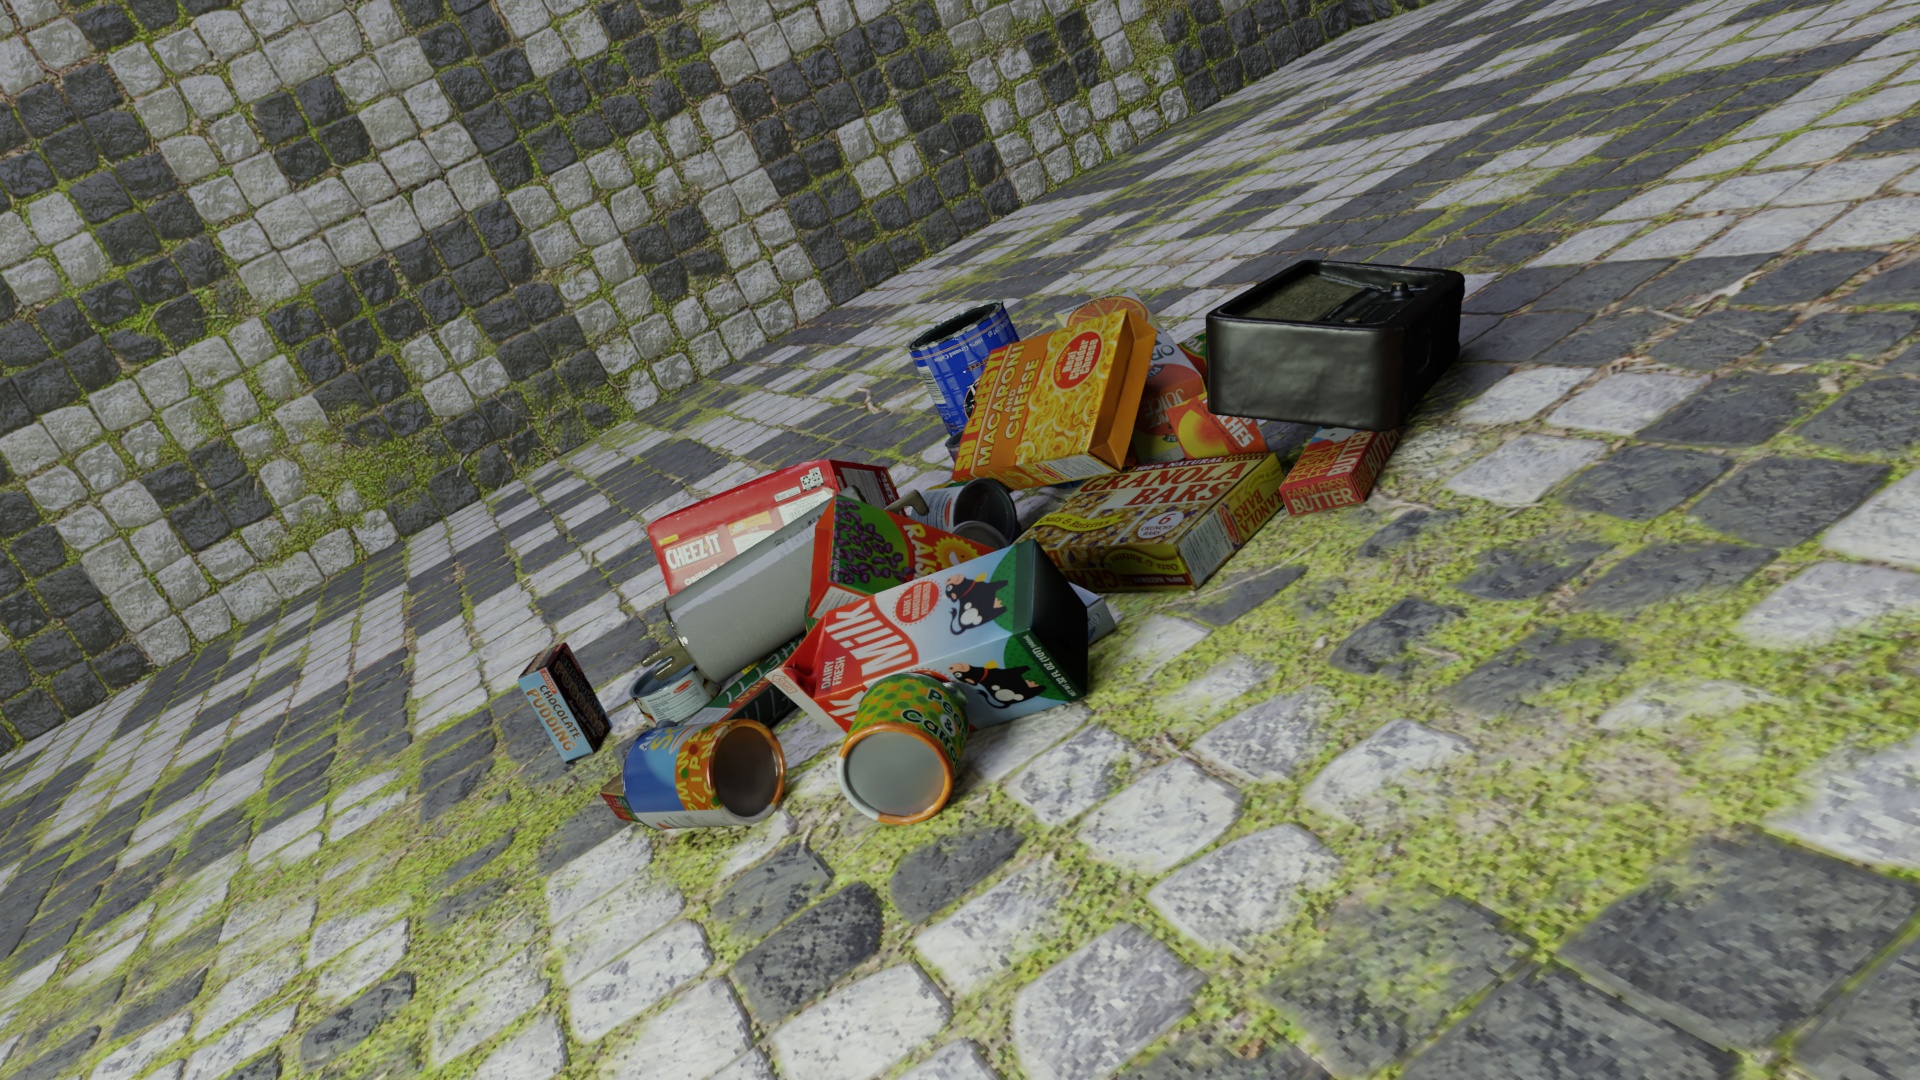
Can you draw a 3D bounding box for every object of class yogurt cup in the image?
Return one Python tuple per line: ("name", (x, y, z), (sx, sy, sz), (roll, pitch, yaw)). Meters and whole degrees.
("yogurt cup", (-0.001, 0.023, 1.016), (0.073, 0.072, 0.054), (-39, 13, -36))

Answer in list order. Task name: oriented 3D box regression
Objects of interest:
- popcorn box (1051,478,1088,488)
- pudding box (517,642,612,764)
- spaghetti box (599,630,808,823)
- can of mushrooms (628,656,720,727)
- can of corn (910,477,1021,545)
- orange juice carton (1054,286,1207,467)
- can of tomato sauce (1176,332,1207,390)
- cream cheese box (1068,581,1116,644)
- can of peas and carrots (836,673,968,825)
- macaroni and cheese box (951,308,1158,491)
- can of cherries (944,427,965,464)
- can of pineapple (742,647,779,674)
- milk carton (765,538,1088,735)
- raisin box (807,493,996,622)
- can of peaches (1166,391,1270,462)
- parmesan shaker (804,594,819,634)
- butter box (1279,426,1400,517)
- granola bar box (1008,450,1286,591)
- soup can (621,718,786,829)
("popcorn box", (0.120, -0.095, 1.223), (0.127, 0.038, 0.085), (-32, 20, -19))
("pudding box", (-0.319, 0.131, 1.123), (0.030, 0.083, 0.050), (-20, 17, 11))
("spaghetti box", (-0.149, 0.117, 1.011), (0.050, 0.028, 0.251), (-5, 27, 50))
("can of mushrooms", (-0.229, 0.118, 1.115), (0.071, 0.033, 0.071), (-24, 18, 8))
("can of corn", (0.004, -0.014, 1.115), (0.071, 0.071, 0.058), (-39, 20, -34))
("orange juice carton", (0.147, -0.123, 1.137), (0.072, 0.072, 0.193), (-20, 43, -4))
("can of tomato sauce", (0.227, -0.151, 1.179), (0.083, 0.071, 0.071), (-20, 18, 18))
("cream cheese box", (0.057, 0.050, 0.920), (0.053, 0.024, 0.104), (-32, 18, -11))
("can of peas and carrots", (-0.030, 0.116, 0.783), (0.071, 0.070, 0.059), (-21, 19, 17))
("macaroni and cheese box", (0.071, -0.106, 1.096), (0.166, 0.040, 0.124), (-8, 59, 51))
("can of cherries", (0.029, -0.076, 1.265), (0.071, 0.058, 0.072), (-24, 17, 8))
("can of pineapple", (-0.161, 0.069, 1.118), (0.071, 0.057, 0.071), (-24, 17, 8))
("milk carton", (-0.023, 0.074, 0.848), (0.190, 0.072, 0.074), (-21, 41, 24))
("raisin box", (-0.036, 0.028, 0.920), (0.040, 0.123, 0.086), (-56, 24, 37))
("can of peaches", (0.191, -0.079, 1.026), (0.058, 0.071, 0.071), (-24, 17, 12))
("parmesan shaker", (-0.070, 0.070, 0.970), (0.071, 0.071, 0.103), (-27, 21, -2))
("butter box", (0.256, -0.053, 0.933), (0.053, 0.024, 0.104), (-13, 21, 38))
("granola bar box", (0.129, -0.012, 0.972), (0.125, 0.039, 0.165), (-38, 21, -34))
("soup can", (-0.162, 0.146, 0.879), (0.083, 0.071, 0.072), (-12, 22, 37))
